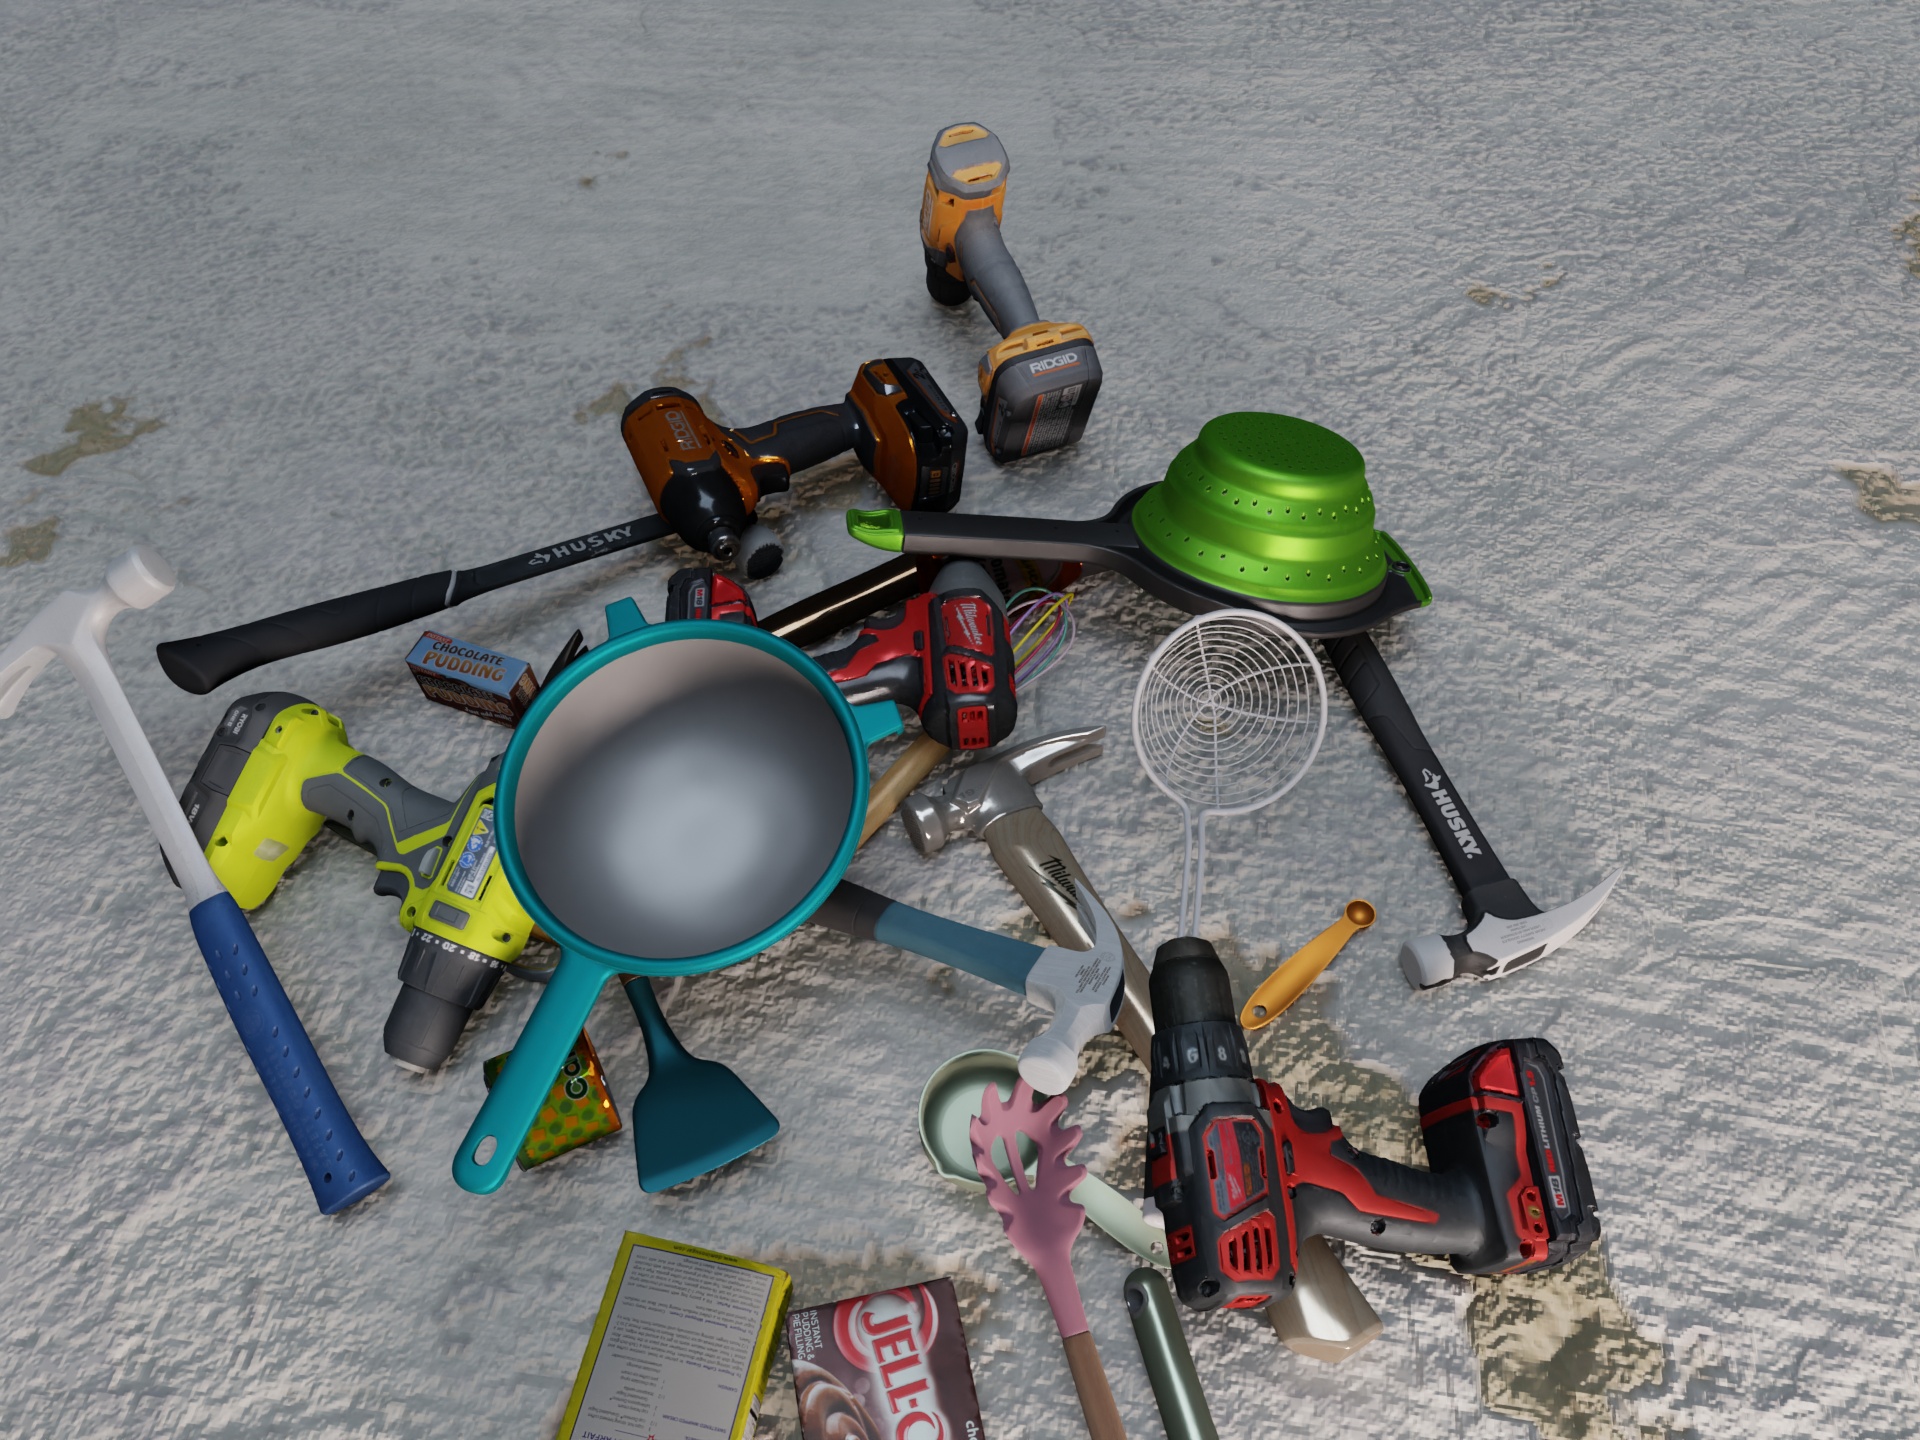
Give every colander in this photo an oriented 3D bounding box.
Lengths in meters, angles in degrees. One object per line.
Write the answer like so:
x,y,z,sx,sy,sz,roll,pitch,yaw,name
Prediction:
0.126,-0.148,1.051,0.397,0.094,0.205,2,34,-10,colander

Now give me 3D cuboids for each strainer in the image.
-0.179,0.109,0.899,0.211,0.095,0.340,21,71,13,strainer

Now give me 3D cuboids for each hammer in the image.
-0.140,-0.056,1.109,0.331,0.031,0.130,-27,59,-17,hammer
0.297,0.013,1.049,0.146,0.035,0.335,-15,55,-8,hammer
0.120,0.175,0.937,0.146,0.038,0.411,-23,58,-16,hammer
-0.333,-0.100,1.093,0.409,0.036,0.149,-22,53,-29,hammer
-0.446,0.100,0.925,0.144,0.035,0.406,-33,78,6,hammer
-0.055,0.115,0.938,0.331,0.033,0.128,15,42,28,hammer

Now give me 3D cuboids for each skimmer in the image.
0.145,0.102,0.913,0.127,0.090,0.364,21,54,-13,skimmer

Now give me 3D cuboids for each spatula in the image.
-0.204,0.131,0.959,0.082,0.044,0.318,-22,63,-14,spatula

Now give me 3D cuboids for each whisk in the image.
-0.002,-0.004,1.058,0.245,0.047,0.051,-47,110,-21,whisk
0.127,0.389,0.783,0.059,0.057,0.247,12,43,-33,whisk

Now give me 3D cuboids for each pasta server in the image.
0.069,0.335,0.798,0.060,0.040,0.316,-10,63,-17,pasta server

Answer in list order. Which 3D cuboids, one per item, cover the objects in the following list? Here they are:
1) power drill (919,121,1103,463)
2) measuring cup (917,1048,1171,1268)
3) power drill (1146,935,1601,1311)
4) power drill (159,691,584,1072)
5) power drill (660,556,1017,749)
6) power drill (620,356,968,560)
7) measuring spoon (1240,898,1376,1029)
0.026,-0.315,1.229,0.084,0.185,0.226,-18,75,-11,power drill
0.049,0.252,0.886,0.168,0.038,0.083,35,65,13,measuring cup
0.204,0.208,0.838,0.226,0.080,0.188,3,62,-16,power drill
-0.361,0.090,0.968,0.228,0.080,0.191,19,77,16,power drill
-0.076,-0.046,1.029,0.219,0.078,0.143,-4,55,1,power drill
-0.113,-0.184,1.143,0.226,0.084,0.164,-13,48,-20,power drill
0.212,0.150,0.970,0.117,0.011,0.021,-39,63,-19,measuring spoon
